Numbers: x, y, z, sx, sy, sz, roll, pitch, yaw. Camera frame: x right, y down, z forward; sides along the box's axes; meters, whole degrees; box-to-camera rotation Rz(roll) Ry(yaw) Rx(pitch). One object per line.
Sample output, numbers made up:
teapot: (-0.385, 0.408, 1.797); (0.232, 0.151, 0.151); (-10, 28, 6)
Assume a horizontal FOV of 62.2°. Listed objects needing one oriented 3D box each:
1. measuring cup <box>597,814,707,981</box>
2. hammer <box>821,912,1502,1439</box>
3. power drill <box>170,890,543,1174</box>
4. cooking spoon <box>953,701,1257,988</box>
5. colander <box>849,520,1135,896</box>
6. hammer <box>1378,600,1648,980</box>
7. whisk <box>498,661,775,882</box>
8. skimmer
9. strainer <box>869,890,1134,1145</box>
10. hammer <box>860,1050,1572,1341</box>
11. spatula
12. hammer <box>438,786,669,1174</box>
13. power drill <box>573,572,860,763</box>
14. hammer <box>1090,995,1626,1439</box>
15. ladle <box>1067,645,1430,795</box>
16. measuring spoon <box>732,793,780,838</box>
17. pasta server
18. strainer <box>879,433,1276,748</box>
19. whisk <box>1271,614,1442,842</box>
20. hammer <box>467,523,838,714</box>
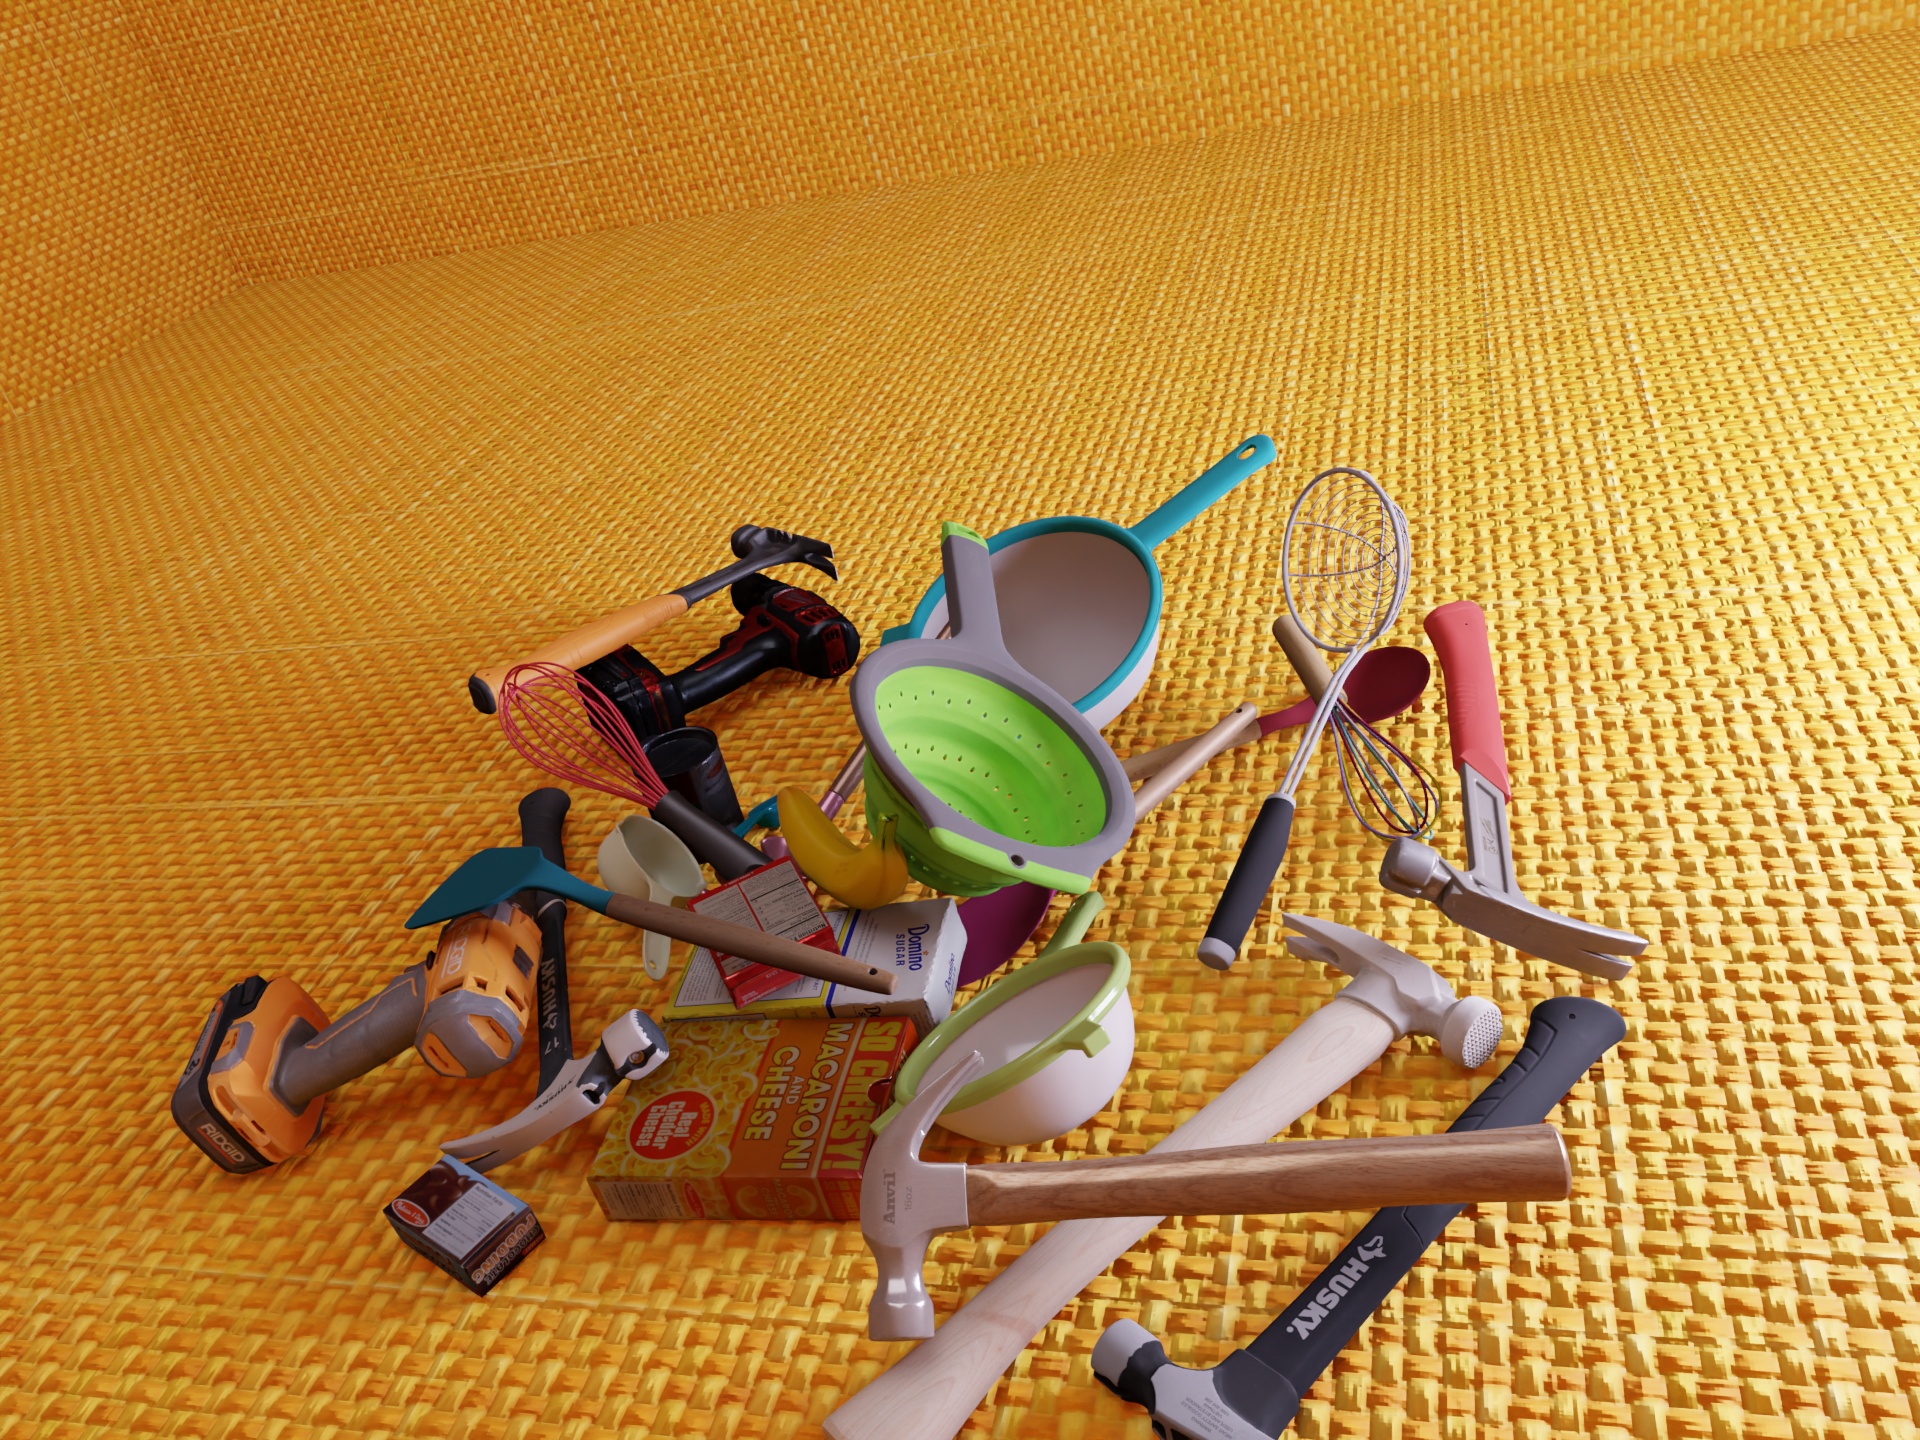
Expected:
measuring cup: (-0.217, 0.131, 1.090); (0.038, 0.083, 0.168); (-42, 28, 17)
hammer: (0.096, 0.238, 0.830); (0.410, 0.038, 0.146); (-31, 34, -26)
power drill: (-0.373, 0.178, 1.029); (0.226, 0.084, 0.186); (-24, 31, 8)
cooking spoon: (0.096, 0.079, 1.079); (0.319, 0.017, 0.069); (-38, 35, -25)
colander: (-0.002, -0.004, 1.100); (0.204, 0.094, 0.398); (20, 33, -20)
hammer: (0.344, 0.022, 1.030); (0.149, 0.036, 0.359); (21, 34, 1)
whisk: (-0.219, 0.048, 1.108); (0.296, 0.073, 0.073); (35, 52, 22)
skimmer: (0.209, -0.010, 1.046); (0.363, 0.090, 0.127); (-60, 12, -28)
strainer: (0.059, 0.176, 0.929); (0.151, 0.069, 0.256); (-29, 6, 24)
hammer: (0.117, 0.217, 0.756); (0.331, 0.031, 0.130); (-5, 67, 4)
spatula: (-0.186, 0.126, 0.964); (0.317, 0.044, 0.082); (13, 36, 16)
hammer: (-0.287, 0.151, 1.098); (0.149, 0.036, 0.409); (-37, 28, 2)
power drill: (-0.221, -0.060, 1.394); (0.226, 0.080, 0.188); (-25, 33, -23)
hammer: (0.227, 0.242, 0.774); (0.335, 0.035, 0.146); (-34, 36, -30)
ladle: (0.192, 0.014, 1.157); (0.315, 0.031, 0.069); (-18, 39, -3)
measuring spoon: (-0.150, 0.083, 1.161); (0.042, 0.021, 0.129); (-24, 10, 23)
pasta server: (-0.077, 0.030, 1.148); (0.060, 0.040, 0.316); (22, 64, 28)
strainer: (0.117, -0.089, 1.232); (0.340, 0.095, 0.211); (-38, 45, -4)
whisk: (0.270, 0.000, 1.100); (0.051, 0.047, 0.245); (14, 33, -24)
hammer: (-0.260, -0.087, 1.343); (0.127, 0.034, 0.337); (18, 38, 41)
